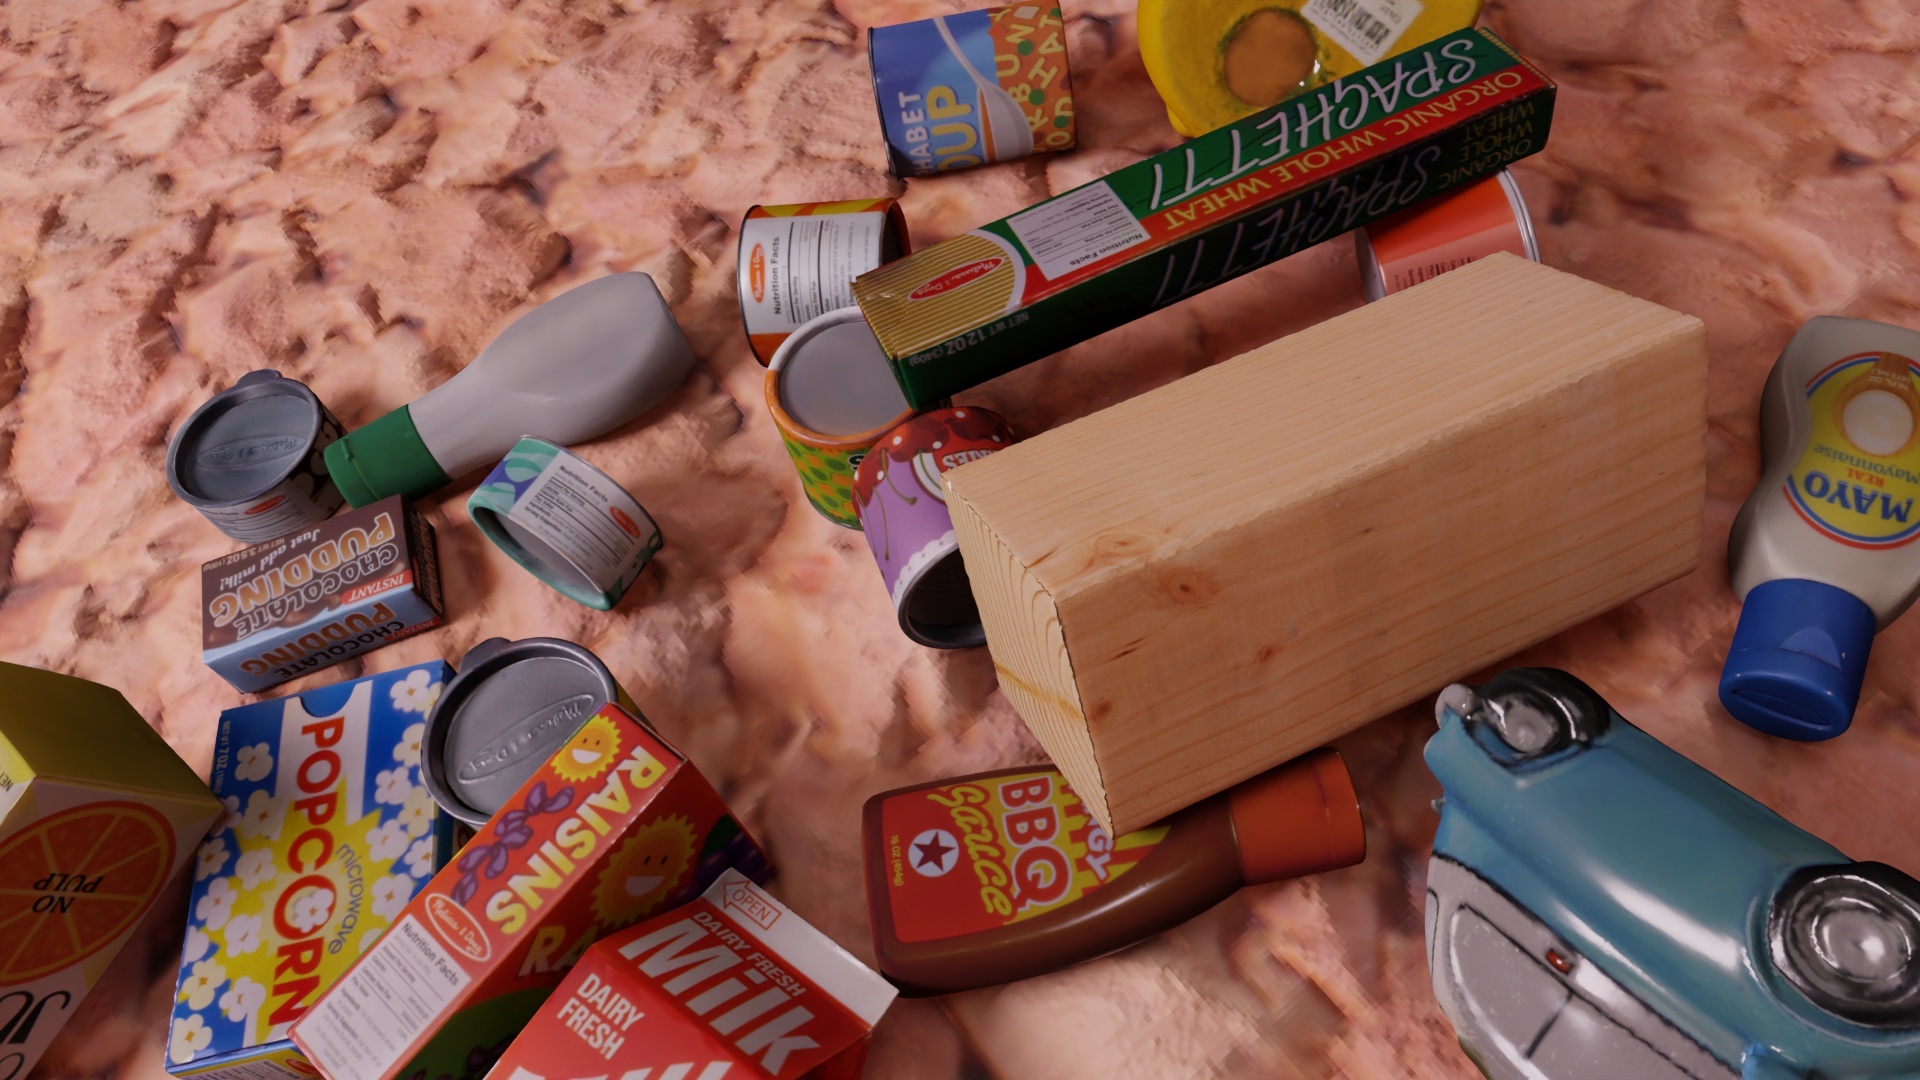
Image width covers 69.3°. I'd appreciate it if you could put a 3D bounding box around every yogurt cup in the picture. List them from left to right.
[{"bbox_3d":[0.181,-0.102,0.520,0.054,0.072,0.073,-15,56,11],"label":"yogurt cup"}]

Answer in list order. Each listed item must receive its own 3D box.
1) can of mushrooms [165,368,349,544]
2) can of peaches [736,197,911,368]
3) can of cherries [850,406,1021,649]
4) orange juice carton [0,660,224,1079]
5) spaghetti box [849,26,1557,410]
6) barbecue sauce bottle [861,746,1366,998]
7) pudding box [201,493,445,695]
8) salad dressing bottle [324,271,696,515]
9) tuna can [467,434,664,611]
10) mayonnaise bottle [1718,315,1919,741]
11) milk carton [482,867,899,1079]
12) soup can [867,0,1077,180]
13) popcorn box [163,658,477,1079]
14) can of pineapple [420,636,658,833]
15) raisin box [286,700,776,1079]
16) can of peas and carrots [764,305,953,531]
[{"bbox_3d":[-0.290,-0.035,0.581,0.071,0.033,0.071,-5,57,8],"label":"can of mushrooms"},{"bbox_3d":[-0.052,-0.105,0.565,0.058,0.071,0.071,-1,57,10],"label":"can of peaches"},{"bbox_3d":[0.002,-0.006,0.485,0.071,0.071,0.058,-22,55,-4],"label":"can of cherries"},{"bbox_3d":[-0.334,0.137,0.435,0.072,0.073,0.193,33,86,24],"label":"orange juice carton"},{"bbox_3d":[0.086,-0.116,0.490,0.250,0.028,0.050,-23,48,-4],"label":"spaghetti box"},{"bbox_3d":[0.046,0.095,0.427,0.148,0.043,0.065,-12,47,2],"label":"barbecue sauce bottle"},{"bbox_3d":[-0.247,0.021,0.538,0.084,0.030,0.050,-20,57,-2],"label":"pudding box"},{"bbox_3d":[-0.184,-0.058,0.571,0.148,0.043,0.064,-29,59,-7],"label":"salad dressing bottle"},{"bbox_3d":[-0.148,-0.006,0.518,0.071,0.070,0.033,24,65,24],"label":"tuna can"},{"bbox_3d":[0.284,-0.006,0.450,0.065,0.041,0.149,22,63,21],"label":"mayonnaise bottle"},{"bbox_3d":[-0.100,0.184,0.378,0.072,0.073,0.191,28,66,26],"label":"milk carton"},{"bbox_3d":[0.006,-0.197,0.613,0.084,0.071,0.071,-8,56,5],"label":"soup can"},{"bbox_3d":[-0.208,0.111,0.467,0.085,0.038,0.127,-13,56,3],"label":"popcorn box"},{"bbox_3d":[-0.137,0.073,0.467,0.071,0.057,0.071,-5,56,7],"label":"can of pineapple"},{"bbox_3d":[-0.121,0.120,0.416,0.040,0.085,0.124,30,67,31],"label":"raisin box"},{"bbox_3d":[-0.033,-0.045,0.524,0.071,0.058,0.071,-5,57,8],"label":"can of peas and carrots"}]
